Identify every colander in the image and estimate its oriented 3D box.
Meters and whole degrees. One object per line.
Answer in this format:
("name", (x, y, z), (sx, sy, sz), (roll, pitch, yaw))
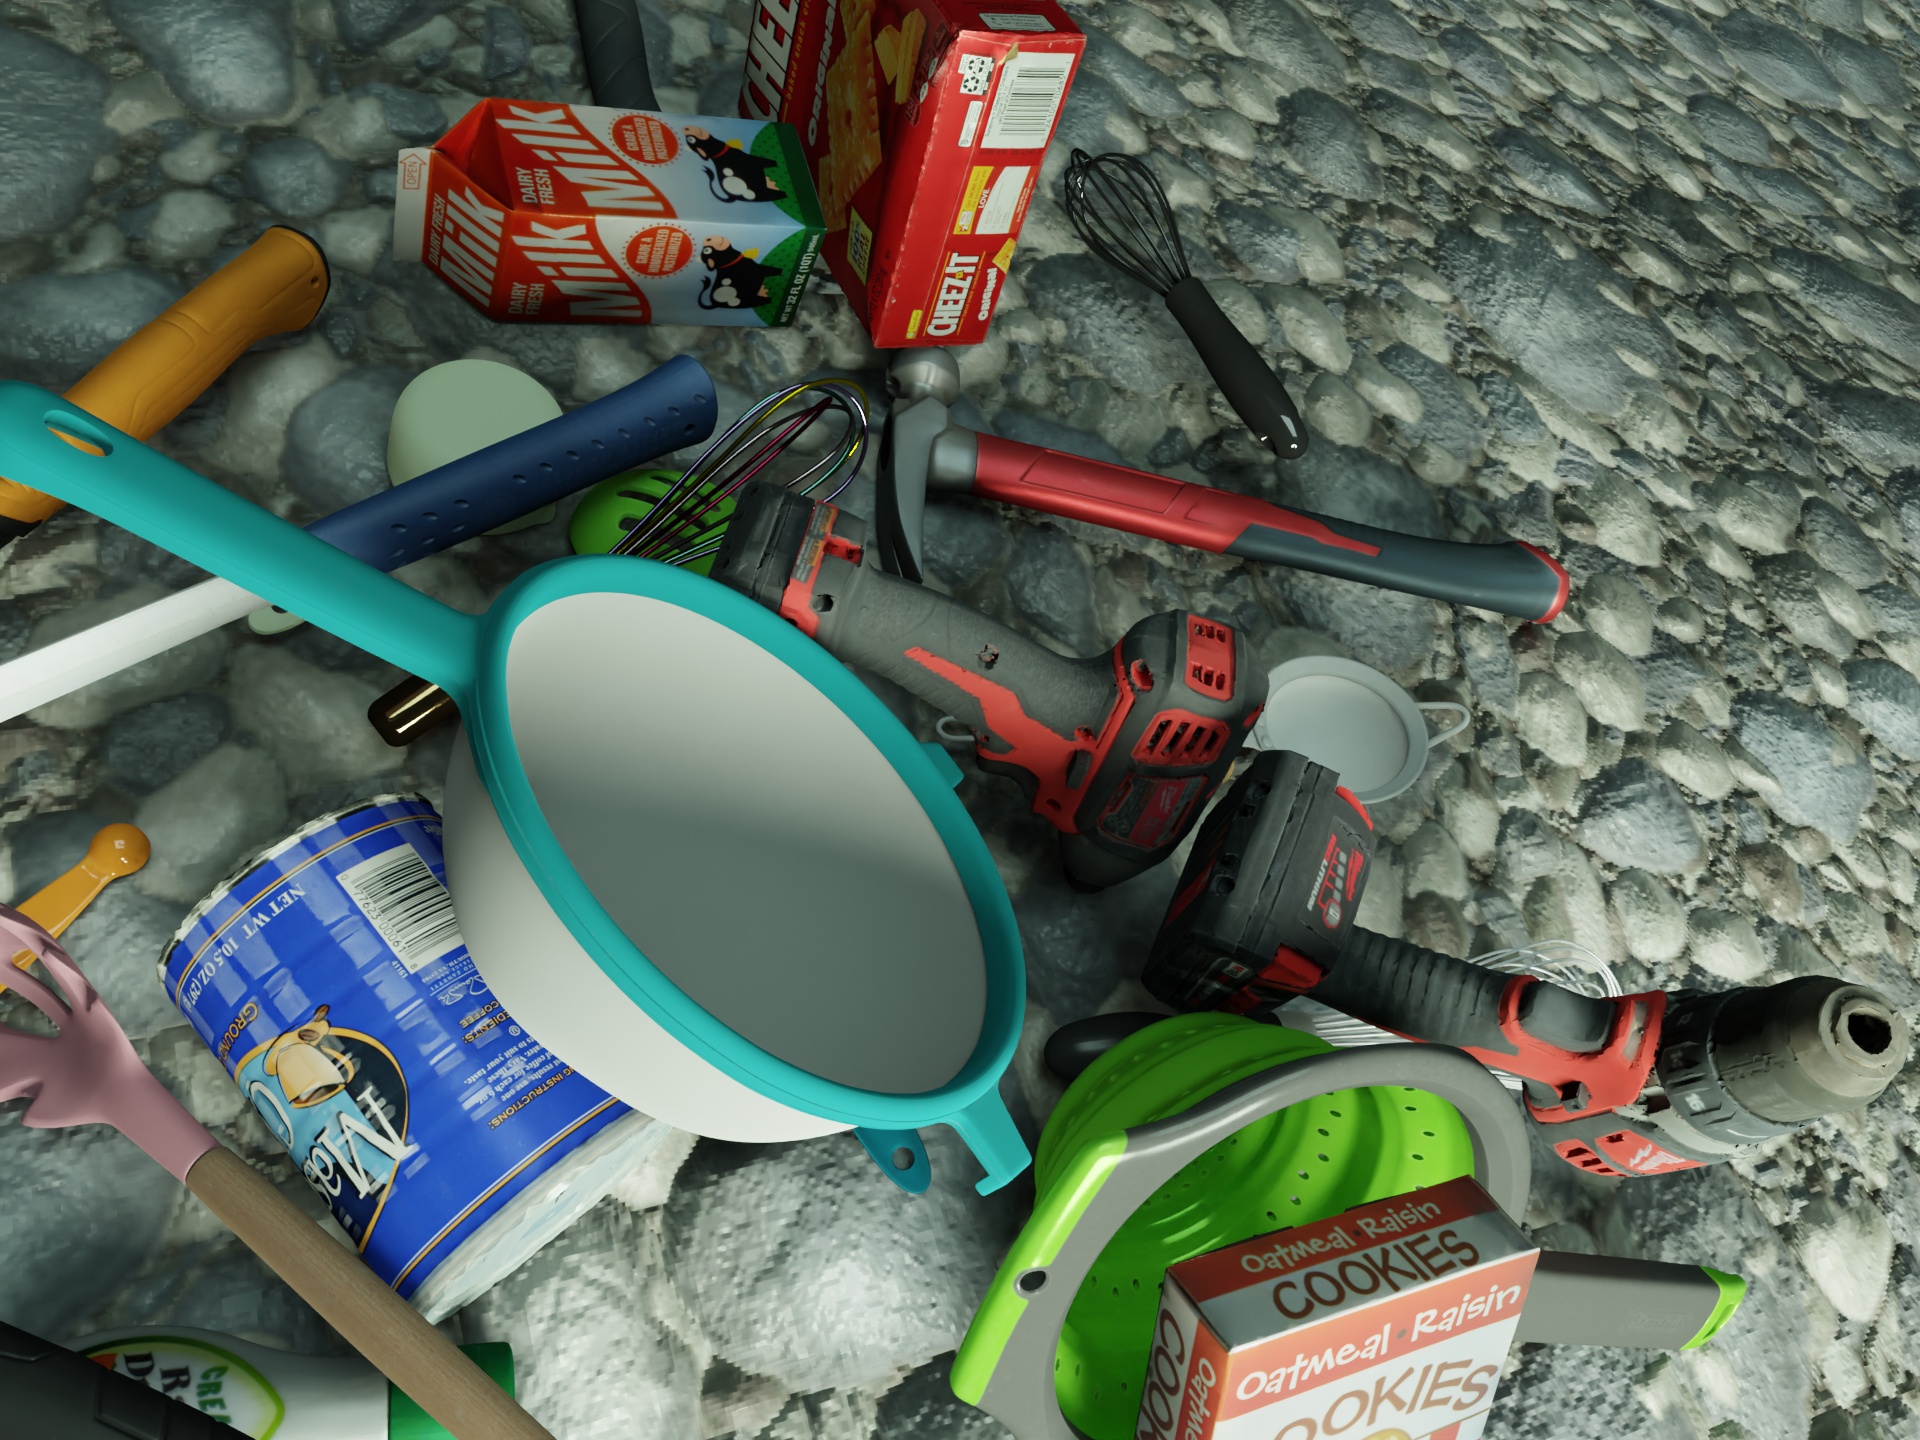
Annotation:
("colander", (0.160, 0.193, 0.616), (0.396, 0.204, 0.095), (16, 19, -32))

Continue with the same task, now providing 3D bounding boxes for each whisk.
("whisk", (0.122, -0.232, 0.874), (0.055, 0.055, 0.239), (-15, 62, -29))
("whisk", (0.170, 0.135, 0.684), (0.284, 0.070, 0.070), (0, 61, -17))
("whisk", (-0.135, -0.070, 0.651), (0.245, 0.047, 0.051), (-38, 85, -17))

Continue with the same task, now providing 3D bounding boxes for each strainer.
("strainer", (-0.131, 0.025, 0.475), (0.340, 0.095, 0.211), (32, 29, -30))
("strainer", (0.113, 0.007, 0.744), (0.258, 0.050, 0.087), (2, 53, -15))

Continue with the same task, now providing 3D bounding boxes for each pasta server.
("pasta server", (-0.210, 0.149, 0.469), (0.316, 0.040, 0.060), (32, 92, 18))

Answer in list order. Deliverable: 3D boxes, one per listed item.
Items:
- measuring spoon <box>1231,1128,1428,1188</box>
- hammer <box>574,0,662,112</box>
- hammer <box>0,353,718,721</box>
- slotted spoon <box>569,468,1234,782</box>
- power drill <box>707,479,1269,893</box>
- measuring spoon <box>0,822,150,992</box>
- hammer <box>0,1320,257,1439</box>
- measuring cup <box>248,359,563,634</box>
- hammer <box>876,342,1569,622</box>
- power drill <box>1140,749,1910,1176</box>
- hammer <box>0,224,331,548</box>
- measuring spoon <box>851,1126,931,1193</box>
("measuring spoon", (0.156, 0.175, 0.672), (0.124, 0.018, 0.034), (10, 58, -16))
("hammer", (-0.213, -0.453, 0.890), (0.149, 0.036, 0.409), (-4, 62, -23))
("hammer", (-0.249, -0.047, 0.574), (0.035, 0.144, 0.405), (36, 47, 22))
("slotted spoon", (-0.024, -0.040, 0.702), (0.313, 0.031, 0.070), (23, 53, -2))
("power drill", (-0.001, -0.002, 0.647), (0.219, 0.143, 0.079), (17, 43, -6))
("measuring spoon", (-0.323, 0.076, 0.537), (0.021, 0.011, 0.117), (36, 54, 1))
("hammer", (-0.272, 0.180, 0.427), (0.335, 0.035, 0.146), (23, 40, 5))
("measuring cup", (-0.230, -0.094, 0.661), (0.083, 0.038, 0.168), (37, 52, 2))
("hammer", (0.145, -0.087, 0.815), (0.386, 0.038, 0.143), (10, 59, -17))
("power drill", (0.195, 0.095, 0.576), (0.226, 0.187, 0.080), (24, 69, 3))
("hammer", (-0.340, -0.096, 0.580), (0.034, 0.127, 0.337), (20, 48, 6))
("measuring spoon", (-0.051, 0.128, 0.619), (0.042, 0.021, 0.128), (-33, 85, -14))
